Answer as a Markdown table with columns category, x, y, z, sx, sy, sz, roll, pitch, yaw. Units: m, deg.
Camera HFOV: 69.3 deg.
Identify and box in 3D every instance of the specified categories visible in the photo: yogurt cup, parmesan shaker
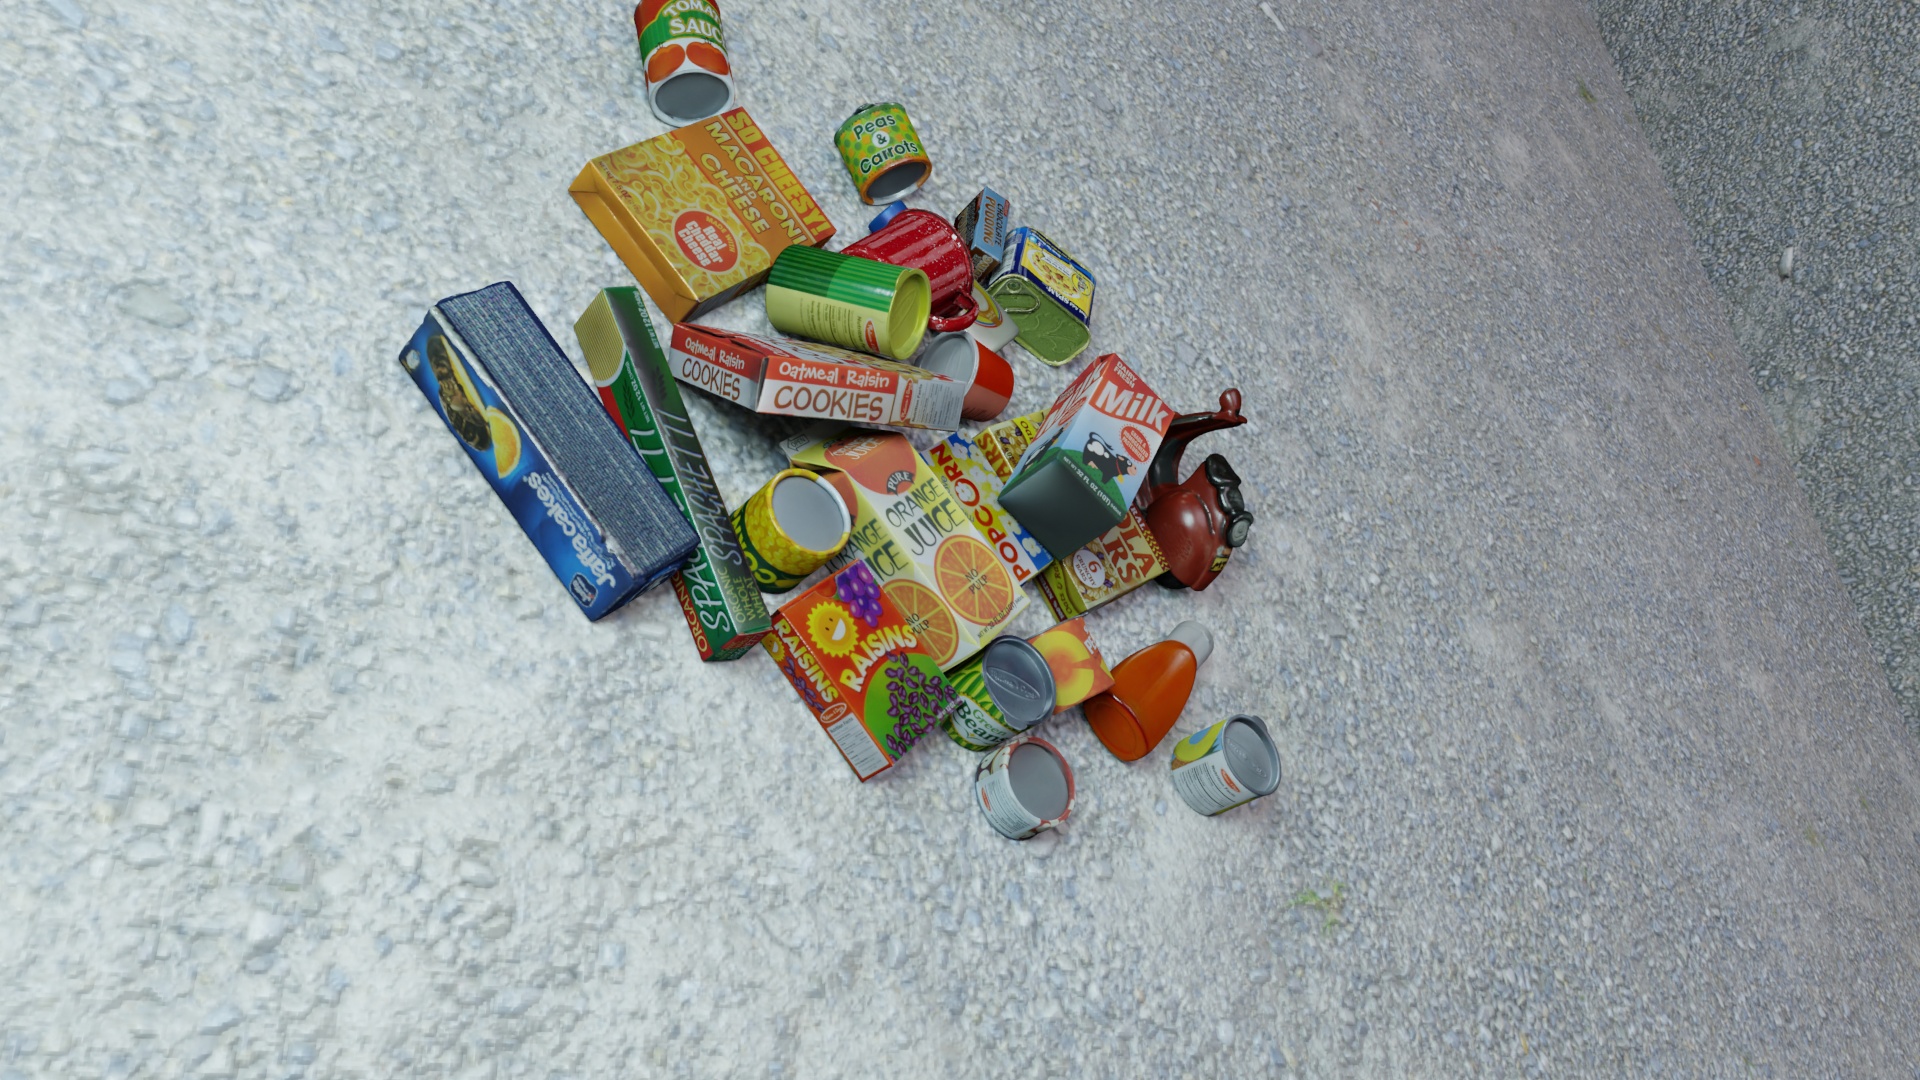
| category | x | y | z | sx | sy | sz | roll | pitch | yaw |
| --- | --- | --- | --- | --- | --- | --- | --- | --- | --- |
| yogurt cup | 0.005 | -0.127 | 1.101 | 0.054 | 0.072 | 0.072 | 19 | 52 | -43 |
| parmesan shaker | -0.082 | -0.177 | 1.009 | 0.103 | 0.071 | 0.072 | 17 | 38 | 21 |

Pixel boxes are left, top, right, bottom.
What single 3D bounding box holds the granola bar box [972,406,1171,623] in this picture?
| category | x | y | z | sx | sy | sz | roll | pitch | yaw |
| --- | --- | --- | --- | --- | --- | --- | --- | --- | --- |
| granola bar box | 0.088 | -0.026 | 1.127 | 0.125 | 0.039 | 0.165 | -21 | 80 | -47 |

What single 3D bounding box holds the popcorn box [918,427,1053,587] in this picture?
| category | x | y | z | sx | sy | sz | roll | pitch | yaw |
| --- | --- | --- | --- | --- | --- | --- | --- | --- | --- |
| popcorn box | 0.004 | -0.013 | 1.043 | 0.126 | 0.038 | 0.085 | 55 | 42 | 1 |

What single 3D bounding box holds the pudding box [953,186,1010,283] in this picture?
| category | x | y | z | sx | sy | sz | roll | pitch | yaw |
| --- | --- | --- | --- | --- | --- | --- | --- | --- | --- |
| pudding box | 0.015 | -0.261 | 1.205 | 0.030 | 0.049 | 0.084 | 30 | 48 | -24 |

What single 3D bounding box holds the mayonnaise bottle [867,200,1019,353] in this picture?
| category | x | y | z | sx | sy | sz | roll | pitch | yaw |
| --- | --- | --- | --- | --- | --- | --- | --- | --- | --- |
| mayonnaise bottle | -0.017 | -0.213 | 1.151 | 0.148 | 0.041 | 0.065 | 51 | 42 | -5 |

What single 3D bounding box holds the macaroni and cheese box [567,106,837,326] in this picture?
| category | x | y | z | sx | sy | sz | roll | pitch | yaw |
| --- | --- | --- | --- | --- | --- | --- | --- | --- | --- |
| macaroni and cheese box | -0.185 | -0.241 | 1.019 | 0.123 | 0.040 | 0.167 | 52 | 42 | -4 |

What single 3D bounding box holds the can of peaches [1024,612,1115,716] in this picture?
| category | x | y | z | sx | sy | sz | roll | pitch | yaw |
| --- | --- | --- | --- | --- | --- | --- | --- | --- | --- |
| can of peaches | 0.074 | 0.093 | 1.015 | 0.071 | 0.071 | 0.058 | -16 | 77 | -46 |

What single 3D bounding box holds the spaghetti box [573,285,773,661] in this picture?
| category | x | y | z | sx | sy | sz | roll | pitch | yaw |
| --- | --- | --- | --- | --- | --- | --- | --- | --- | --- |
| spaghetti box | -0.185 | -0.044 | 0.884 | 0.029 | 0.050 | 0.250 | -11 | 72 | -44 |

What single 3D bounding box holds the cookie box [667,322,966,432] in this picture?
| category | x | y | z | sx | sy | sz | roll | pitch | yaw |
| --- | --- | --- | --- | --- | --- | --- | --- | --- | --- |
| cookie box | -0.099 | -0.113 | 0.957 | 0.168 | 0.123 | 0.040 | 2 | 105 | -41 |

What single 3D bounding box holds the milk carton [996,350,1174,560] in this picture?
| category | x | y | z | sx | sy | sz | roll | pitch | yaw |
| --- | --- | --- | --- | --- | --- | --- | --- | --- | --- |
| milk carton | 0.107 | -0.079 | 1.092 | 0.072 | 0.073 | 0.192 | 44 | 44 | -11 |

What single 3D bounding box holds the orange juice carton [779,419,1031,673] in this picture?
| category | x | y | z | sx | sy | sz | roll | pitch | yaw |
| --- | --- | --- | --- | --- | --- | --- | --- | --- | --- |
| orange juice carton | -0.047 | -0.003 | 0.966 | 0.192 | 0.072 | 0.072 | 53 | 42 | -1 |

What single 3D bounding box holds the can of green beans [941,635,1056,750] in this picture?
| category | x | y | z | sx | sy | sz | roll | pitch | yaw |
| --- | --- | --- | --- | --- | --- | --- | --- | --- | --- |
| can of green beans | 0.023 | 0.107 | 0.969 | 0.071 | 0.057 | 0.071 | 23 | 51 | -31 |

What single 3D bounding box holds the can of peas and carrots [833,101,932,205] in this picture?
| category | x | y | z | sx | sy | sz | roll | pitch | yaw |
| --- | --- | --- | --- | --- | --- | --- | --- | --- | --- |
| can of peas and carrots | -0.064 | -0.323 | 1.159 | 0.071 | 0.070 | 0.059 | -15 | 75 | -46 |

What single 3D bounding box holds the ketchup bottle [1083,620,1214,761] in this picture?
| category | x | y | z | sx | sy | sz | roll | pitch | yaw |
| --- | --- | --- | --- | --- | --- | --- | --- | --- | --- |
| ketchup bottle | 0.155 | 0.111 | 1.096 | 0.064 | 0.043 | 0.149 | 55 | 42 | -1 |

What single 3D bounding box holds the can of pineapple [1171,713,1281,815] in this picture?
| category | x | y | z | sx | sy | sz | roll | pitch | yaw |
| --- | --- | --- | --- | --- | --- | --- | --- | --- | --- |
| can of pineapple | 0.209 | 0.176 | 1.093 | 0.071 | 0.057 | 0.071 | 23 | 51 | -31 |

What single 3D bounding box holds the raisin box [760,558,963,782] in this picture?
| category | x | y | z | sx | sy | sz | roll | pitch | yaw |
| --- | --- | --- | --- | --- | --- | --- | --- | --- | --- |
| raisin box | -0.066 | 0.084 | 0.917 | 0.123 | 0.040 | 0.086 | 54 | 43 | 1 |

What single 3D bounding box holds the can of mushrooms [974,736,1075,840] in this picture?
| category | x | y | z | sx | sy | sz | roll | pitch | yaw |
| --- | --- | --- | --- | --- | --- | --- | --- | --- | --- |
| can of mushrooms | 0.047 | 0.171 | 0.968 | 0.071 | 0.033 | 0.071 | 22 | 51 | -30 |

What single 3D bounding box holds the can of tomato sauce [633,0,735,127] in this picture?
| category | x | y | z | sx | sy | sz | roll | pitch | yaw |
| --- | --- | --- | --- | --- | --- | --- | --- | --- | --- |
| can of tomato sauce | -0.209 | -0.369 | 1.057 | 0.071 | 0.071 | 0.083 | 6 | 61 | -40 |

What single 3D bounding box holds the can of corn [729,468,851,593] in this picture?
| category | x | y | z | sx | sy | sz | roll | pitch | yaw |
| --- | --- | --- | --- | --- | --- | --- | --- | --- | --- |
| can of corn | -0.116 | -0.005 | 0.915 | 0.071 | 0.058 | 0.071 | 23 | 51 | -30 |
